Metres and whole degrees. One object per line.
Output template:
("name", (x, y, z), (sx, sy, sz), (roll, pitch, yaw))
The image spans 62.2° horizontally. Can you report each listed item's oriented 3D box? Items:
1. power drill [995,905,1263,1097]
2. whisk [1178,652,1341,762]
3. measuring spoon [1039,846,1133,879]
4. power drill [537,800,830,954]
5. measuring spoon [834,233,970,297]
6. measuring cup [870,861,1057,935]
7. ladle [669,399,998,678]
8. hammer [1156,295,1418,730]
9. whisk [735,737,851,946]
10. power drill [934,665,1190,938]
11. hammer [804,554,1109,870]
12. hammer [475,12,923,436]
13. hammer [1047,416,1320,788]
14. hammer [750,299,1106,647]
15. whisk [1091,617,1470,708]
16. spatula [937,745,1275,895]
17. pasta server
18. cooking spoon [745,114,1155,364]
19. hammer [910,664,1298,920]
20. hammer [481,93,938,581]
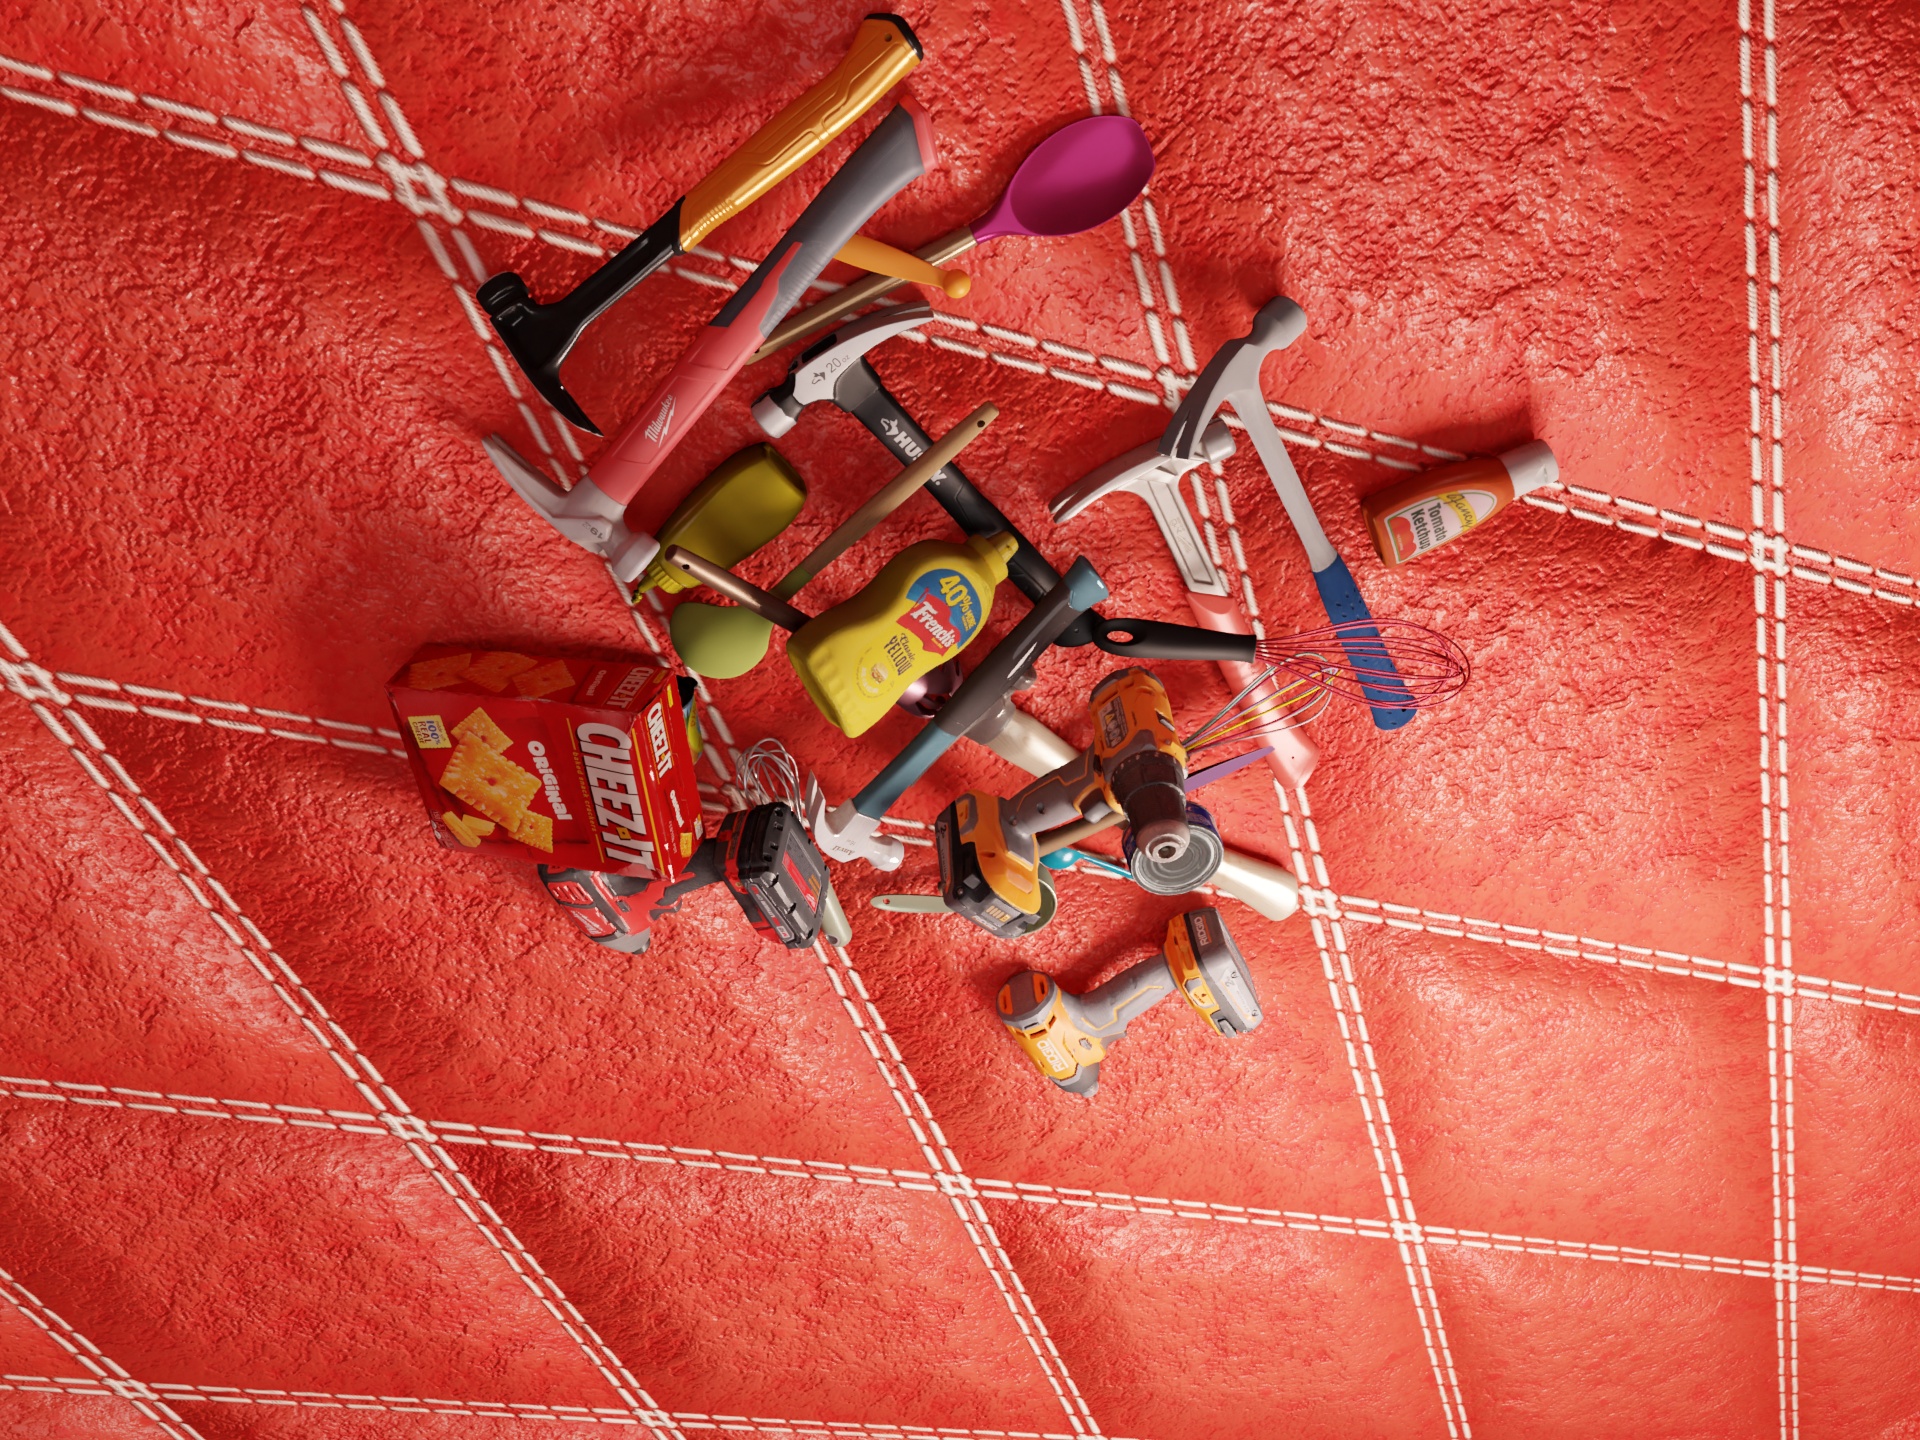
("power drill", (0.167, 0.281, 1.523), (0.226, 0.084, 0.164), (-23, 126, 12))
("whisk", (0.204, 0.013, 1.319), (0.245, 0.047, 0.051), (-29, 126, 14))
("measuring spoon", (0.119, 0.136, 1.438), (0.128, 0.042, 0.021), (22, 80, -29))
("power drill", (-0.229, 0.143, 1.333), (0.219, 0.079, 0.143), (-8, 135, 18))
("measuring spoon", (-0.049, -0.315, 1.092), (0.117, 0.011, 0.021), (18, 105, -2))
("measuring cup", (0.003, 0.154, 1.436), (0.167, 0.038, 0.083), (1, 126, 2))
("ladle", (-0.096, -0.136, 1.184), (0.320, 0.062, 0.078), (-38, 127, 20))
("hammer", (0.280, -0.130, 1.260), (0.144, 0.035, 0.405), (-46, 129, -12))
("whisk", (-0.138, 0.112, 1.376), (0.058, 0.059, 0.246), (9, 137, 29))
("power drill", (0.087, 0.083, 1.262), (0.084, 0.186, 0.226), (35, 118, -31))
("hammer", (-0.002, -0.004, 1.264), (0.128, 0.033, 0.331), (23, 119, -44))
("hammer", (-0.159, -0.332, 1.038), (0.337, 0.034, 0.127), (-37, 82, 10))
("hammer", (0.208, -0.073, 1.309), (0.149, 0.037, 0.358), (-26, 124, 8))
("hammer", (0.007, -0.170, 1.208), (0.146, 0.035, 0.334), (-37, 123, 16))
("whisk", (0.251, -0.054, 1.251), (0.296, 0.073, 0.073), (6, 125, 6))
("spatula", (0.121, 0.085, 1.363), (0.316, 0.018, 0.059), (-24, 168, 14))
("pasta server", (-0.102, -0.066, 1.202), (0.060, 0.040, 0.316), (-41, 138, 20))
("cooking spoon", (-0.015, -0.326, 1.105), (0.319, 0.017, 0.068), (-26, 109, 8))
("hammer", (0.144, 0.087, 1.410), (0.410, 0.038, 0.146), (32, 115, -28))
("hammer", (-0.164, -0.278, 1.091), (0.143, 0.038, 0.386), (41, 107, -11))
